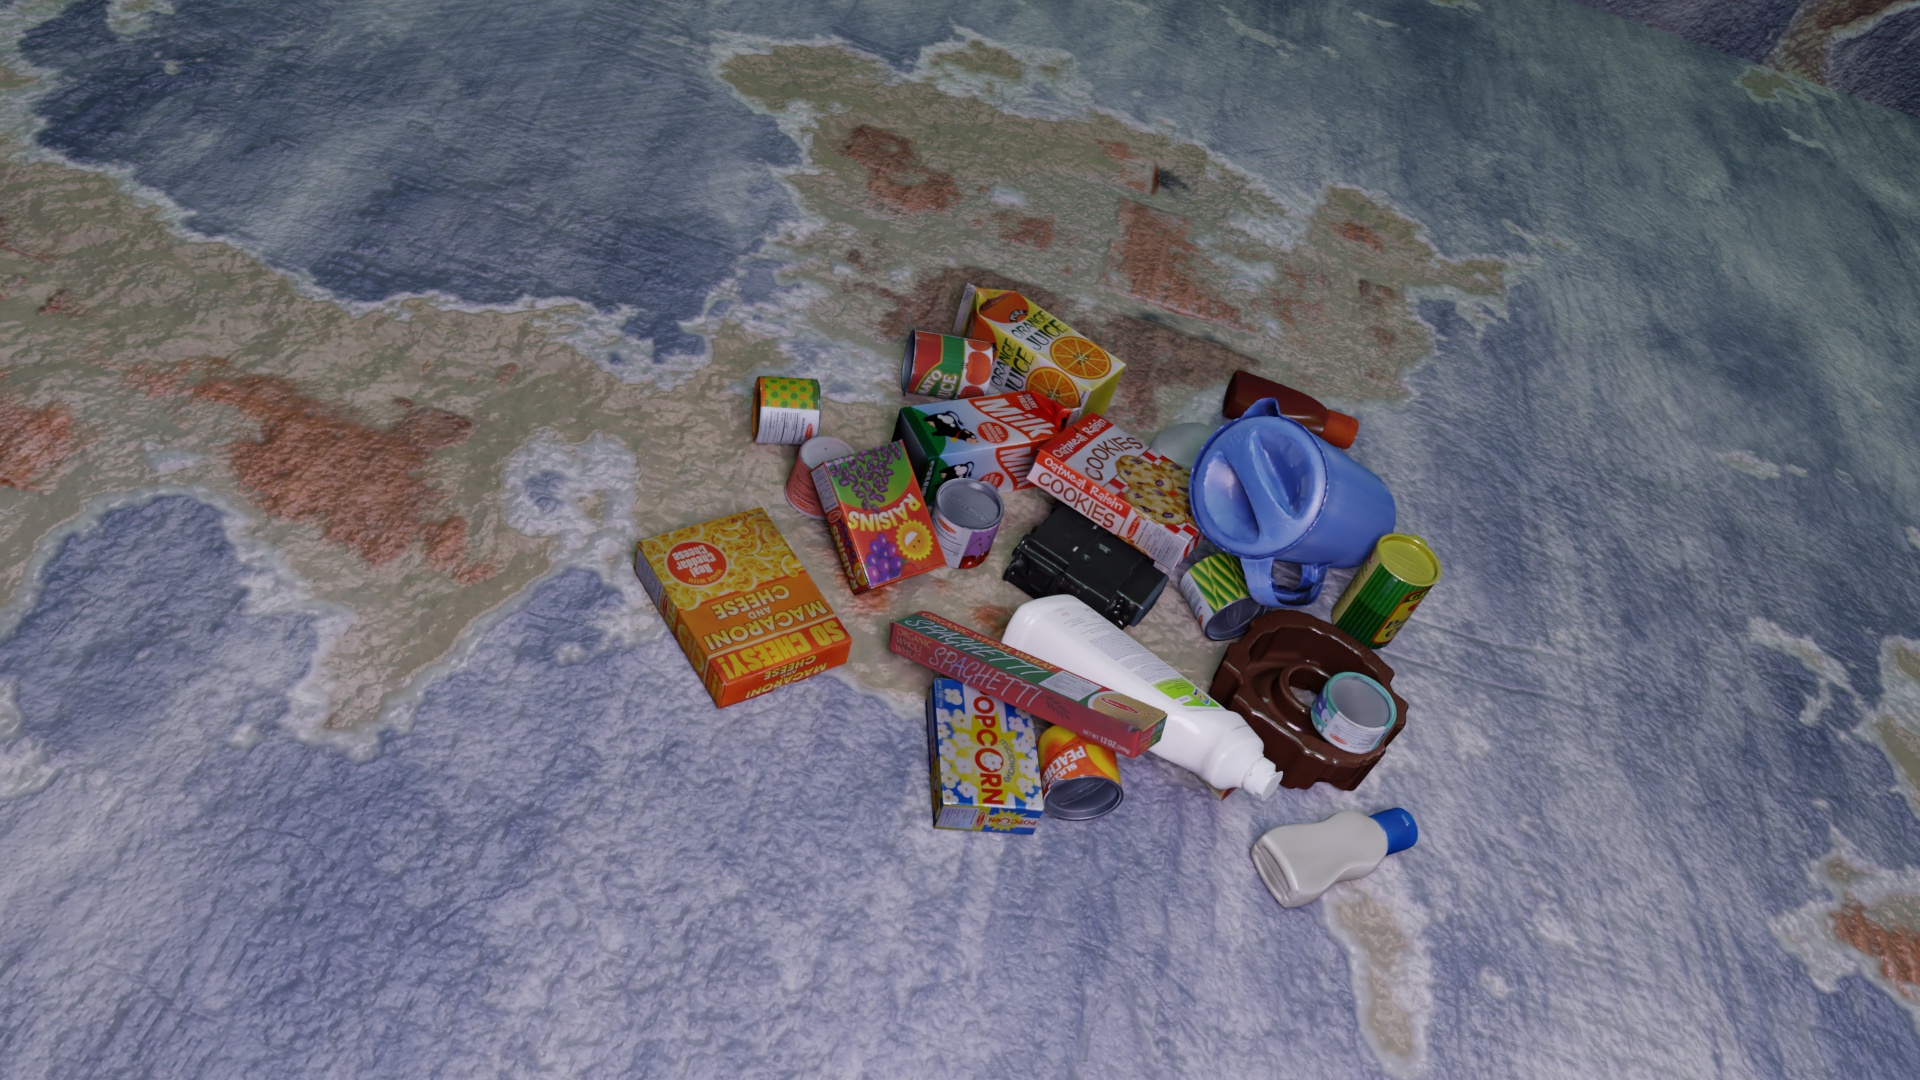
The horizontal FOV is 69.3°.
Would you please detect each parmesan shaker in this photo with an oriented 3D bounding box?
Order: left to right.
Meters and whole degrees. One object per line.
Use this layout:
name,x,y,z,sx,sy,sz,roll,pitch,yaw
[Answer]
parmesan shaker,0.416,0.049,1.357,0.071,0.102,0.072,9,46,-10

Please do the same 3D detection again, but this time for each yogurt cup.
yogurt cup,-0.129,-0.062,1.313,0.072,0.053,0.073,9,46,-9

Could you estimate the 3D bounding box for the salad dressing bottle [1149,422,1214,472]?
salad dressing bottle,0.209,-0.076,1.450,0.148,0.043,0.064,-30,63,-35

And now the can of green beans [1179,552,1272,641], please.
can of green beans,0.251,0.053,1.324,0.071,0.070,0.058,-6,50,-24

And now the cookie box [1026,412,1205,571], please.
cookie box,0.163,-0.052,1.339,0.167,0.040,0.123,34,34,15

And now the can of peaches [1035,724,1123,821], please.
can of peaches,0.096,0.188,1.142,0.071,0.070,0.058,7,46,-13

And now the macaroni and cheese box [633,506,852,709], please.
macaroni and cheese box,-0.188,0.055,1.193,0.124,0.040,0.167,-18,55,-31

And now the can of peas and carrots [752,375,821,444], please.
can of peas and carrots,-0.170,-0.128,1.354,0.059,0.070,0.071,2,48,-16

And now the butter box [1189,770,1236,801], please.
butter box,0.211,0.175,1.224,0.053,0.024,0.104,-29,62,-36

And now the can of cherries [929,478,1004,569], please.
can of cherries,0.005,-0.016,1.313,0.071,0.058,0.072,9,45,-9

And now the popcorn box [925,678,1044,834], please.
popcorn box,0.018,0.176,1.148,0.085,0.038,0.127,7,46,-13

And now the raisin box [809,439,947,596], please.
raisin box,-0.074,-0.021,1.266,0.086,0.040,0.123,-18,86,-32

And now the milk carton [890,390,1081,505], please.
milk carton,0.031,-0.096,1.386,0.191,0.072,0.074,-10,52,-27

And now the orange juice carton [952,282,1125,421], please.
orange juice carton,0.073,-0.201,1.501,0.193,0.071,0.073,36,47,16

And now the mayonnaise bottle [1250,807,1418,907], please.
mayonnaise bottle,0.319,0.260,1.170,0.148,0.041,0.065,-9,53,-27

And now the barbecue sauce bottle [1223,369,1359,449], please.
barbecue sauce bottle,0.373,-0.144,1.568,0.148,0.043,0.065,19,45,-2

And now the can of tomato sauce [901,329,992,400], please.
can of tomato sauce,-0.015,-0.180,1.457,0.083,0.070,0.071,7,46,-13

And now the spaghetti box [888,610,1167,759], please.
spaghetti box,0.051,0.115,1.157,0.250,0.028,0.050,21,21,30

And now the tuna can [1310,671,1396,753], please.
tuna can,0.343,0.147,1.209,0.071,0.032,0.071,10,44,-10
